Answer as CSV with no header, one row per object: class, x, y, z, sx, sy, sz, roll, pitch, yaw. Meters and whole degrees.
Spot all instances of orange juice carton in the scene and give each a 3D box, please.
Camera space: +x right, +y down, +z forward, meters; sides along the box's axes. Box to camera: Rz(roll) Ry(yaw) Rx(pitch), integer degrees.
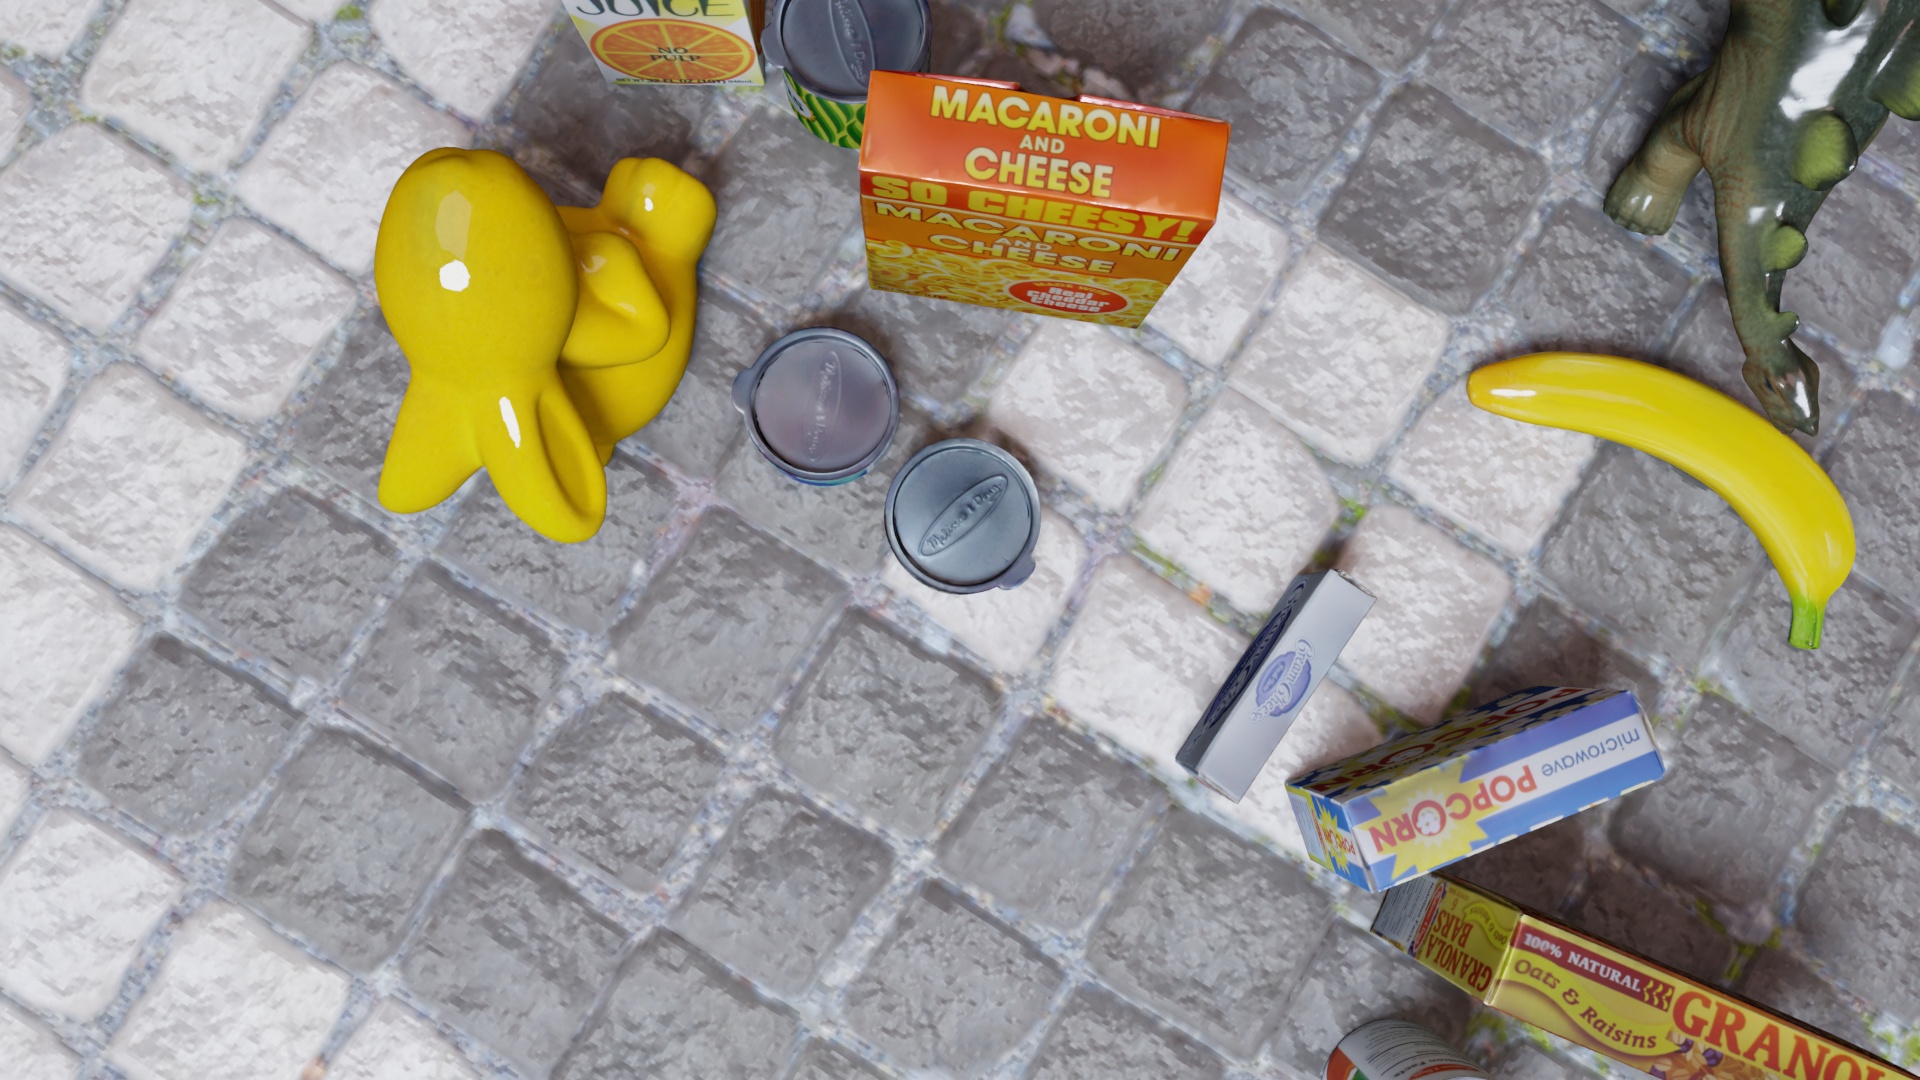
orange juice carton,-0.119,-0.245,0.531,0.072,0.192,0.073,0,86,-2

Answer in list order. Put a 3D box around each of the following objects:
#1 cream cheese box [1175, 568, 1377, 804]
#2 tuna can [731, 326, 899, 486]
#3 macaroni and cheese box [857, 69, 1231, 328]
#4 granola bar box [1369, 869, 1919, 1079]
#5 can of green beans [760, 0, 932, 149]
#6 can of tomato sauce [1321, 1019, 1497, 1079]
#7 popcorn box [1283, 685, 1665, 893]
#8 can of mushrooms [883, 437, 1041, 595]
cream cheese box,0.131,0.060,0.588,0.024,0.053,0.104,35,85,0
tuna can,-0.062,-0.057,0.599,0.071,0.033,0.071,0,86,-2
macaroni and cheese box,0.025,-0.127,0.541,0.124,0.166,0.040,8,86,-2
granola bar box,0.264,0.182,0.548,0.165,0.124,0.039,23,86,0
can of green beans,-0.046,-0.210,0.599,0.071,0.058,0.071,0,86,-2
can of tomato sauce,0.189,0.240,0.561,0.071,0.083,0.071,0,86,-2
popcorn box,0.207,0.099,0.572,0.127,0.085,0.038,-21,87,-4
can of mushrooms,0.002,-0.007,0.598,0.071,0.033,0.071,0,86,-2
